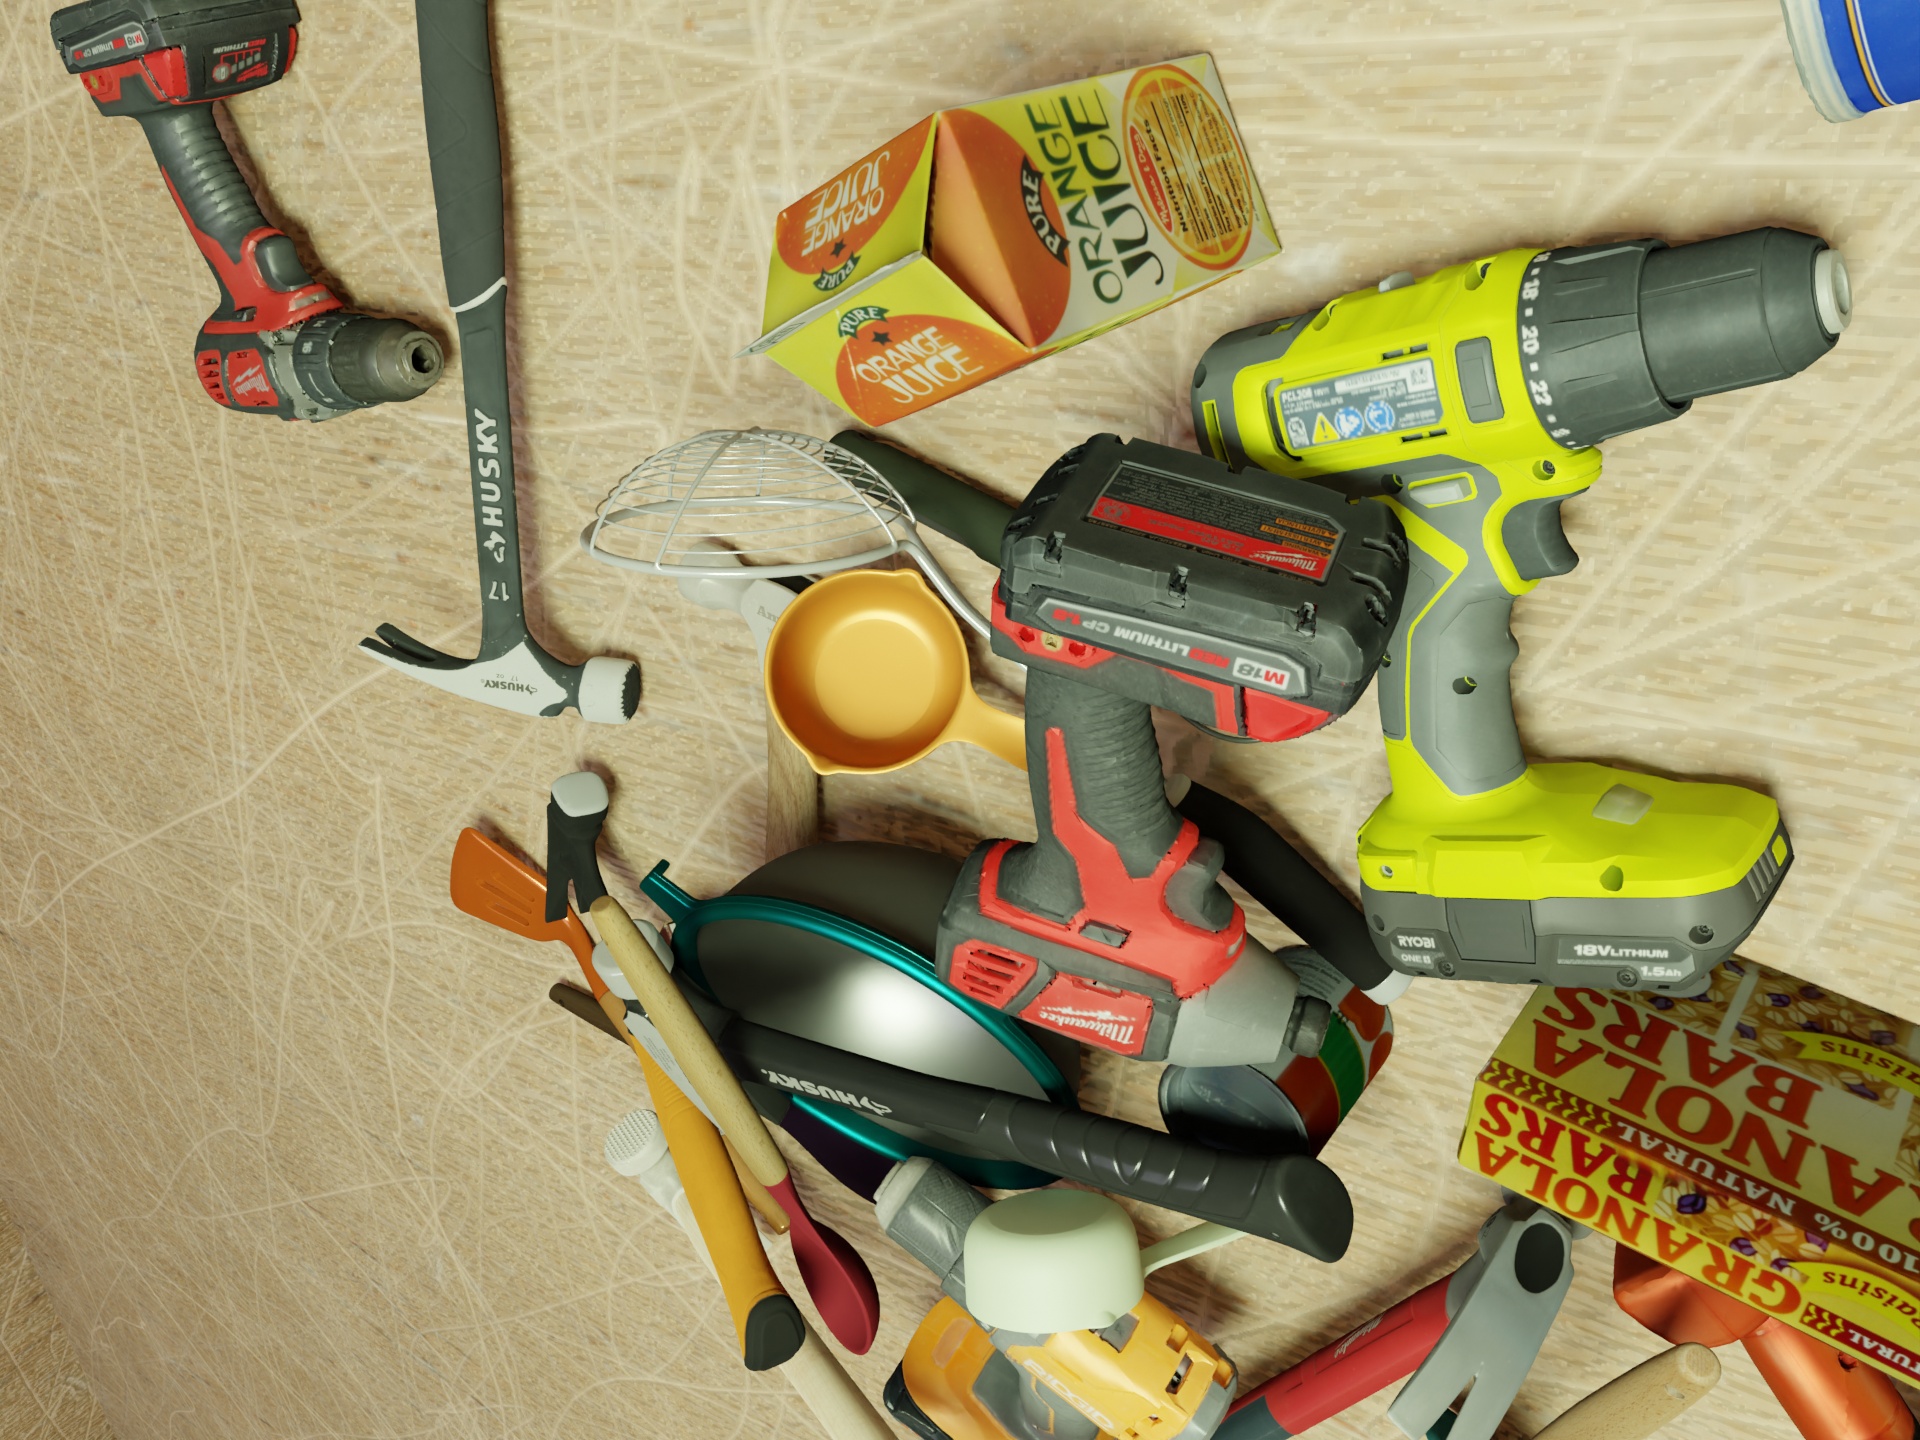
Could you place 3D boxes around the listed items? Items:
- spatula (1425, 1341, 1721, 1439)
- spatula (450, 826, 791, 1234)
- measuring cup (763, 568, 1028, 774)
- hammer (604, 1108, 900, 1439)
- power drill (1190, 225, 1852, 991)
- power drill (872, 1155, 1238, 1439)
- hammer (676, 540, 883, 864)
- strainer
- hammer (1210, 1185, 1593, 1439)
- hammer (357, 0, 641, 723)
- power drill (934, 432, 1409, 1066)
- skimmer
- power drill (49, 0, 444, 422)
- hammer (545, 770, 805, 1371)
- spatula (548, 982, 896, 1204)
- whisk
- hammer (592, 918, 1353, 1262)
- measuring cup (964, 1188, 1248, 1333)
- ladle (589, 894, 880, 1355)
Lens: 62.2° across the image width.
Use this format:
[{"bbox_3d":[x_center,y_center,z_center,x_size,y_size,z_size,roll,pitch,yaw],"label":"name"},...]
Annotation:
[{"bbox_3d":[0.220,0.258,0.580,0.082,0.044,0.317,34,155,22],"label":"spatula"},{"bbox_3d":[-0.211,0.192,0.981,0.323,0.041,0.081,46,135,22],"label":"spatula"},{"bbox_3d":[-0.001,-0.002,0.697,0.173,0.052,0.095,25,88,0],"label":"measuring cup"},{"bbox_3d":[-0.063,0.348,0.818,0.411,0.038,0.146,30,156,53],"label":"hammer"},{"bbox_3d":[0.186,-0.035,0.505,0.190,0.080,0.228,-4,109,43],"label":"power drill"},{"bbox_3d":[0.023,0.313,0.803,0.185,0.084,0.226,35,145,10],"label":"power drill"},{"bbox_3d":[-0.086,0.074,0.830,0.130,0.031,0.331,24,128,28],"label":"hammer"},{"bbox_3d":[-0.008,0.165,0.790,0.211,0.095,0.340,11,142,27],"label":"strainer"},{"bbox_3d":[0.141,0.320,0.718,0.038,0.143,0.386,41,138,11],"label":"hammer"},{"bbox_3d":[-0.238,-0.188,0.777,0.149,0.036,0.408,7,118,6],"label":"hammer"},{"bbox_3d":[0.070,0.028,0.528,0.143,0.079,0.219,18,130,14],"label":"power drill"},{"bbox_3d":[0.018,0.009,0.628,0.363,0.127,0.090,40,111,-6],"label":"skimmer"},{"bbox_3d":[-0.365,-0.267,0.838,0.188,0.080,0.226,9,123,37],"label":"power drill"},{"bbox_3d":[-0.161,0.189,0.857,0.337,0.034,0.127,59,149,33],"label":"hammer"},{"bbox_3d":[-0.140,0.225,0.974,0.316,0.018,0.059,19,121,30],"label":"spatula"},{"bbox_3d":[0.036,-0.063,0.638,0.246,0.057,0.059,31,97,28],"label":"whisk"},{"bbox_3d":[0.000,0.168,0.671,0.335,0.035,0.146,8,138,31],"label":"hammer"},{"bbox_3d":[0.078,0.219,0.695,0.083,0.167,0.038,1,99,63],"label":"measuring cup"},{"bbox_3d":[-0.095,0.188,0.713,0.069,0.031,0.315,28,149,45],"label":"ladle"}]
